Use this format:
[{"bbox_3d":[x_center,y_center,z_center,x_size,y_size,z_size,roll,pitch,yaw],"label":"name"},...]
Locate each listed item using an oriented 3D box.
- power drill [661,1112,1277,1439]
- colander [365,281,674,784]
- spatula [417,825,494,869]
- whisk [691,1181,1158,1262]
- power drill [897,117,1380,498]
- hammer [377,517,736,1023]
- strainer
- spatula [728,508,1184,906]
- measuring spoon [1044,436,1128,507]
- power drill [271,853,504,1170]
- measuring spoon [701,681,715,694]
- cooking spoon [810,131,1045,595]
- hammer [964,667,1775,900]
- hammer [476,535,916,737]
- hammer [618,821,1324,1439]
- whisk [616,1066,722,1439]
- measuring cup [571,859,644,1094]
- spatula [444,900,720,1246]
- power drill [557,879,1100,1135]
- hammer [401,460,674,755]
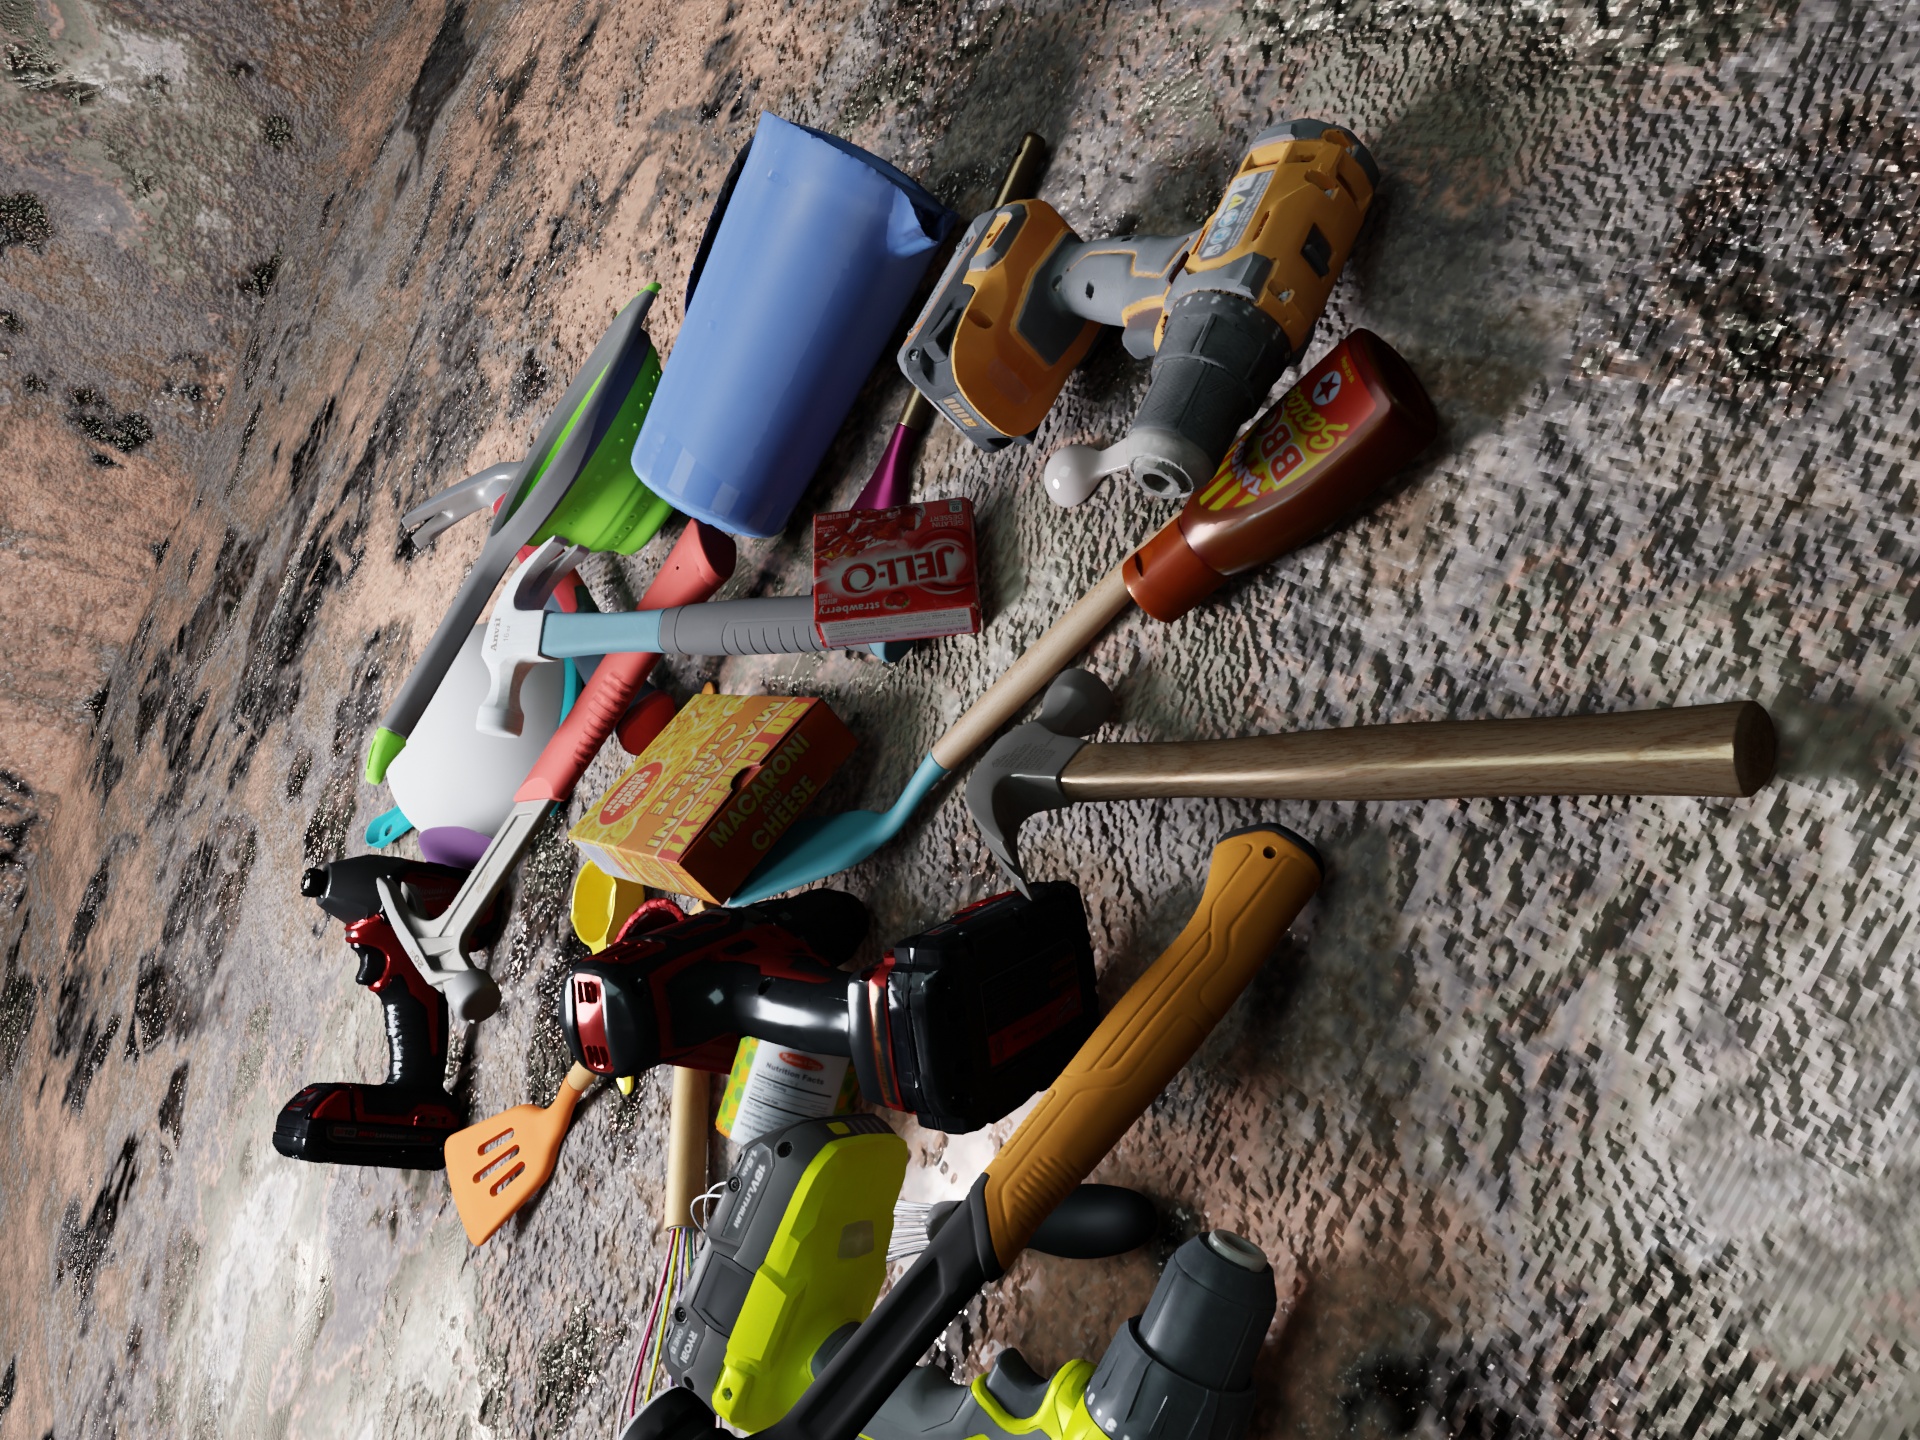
[{"bbox_3d":[0.004,0.250,0.626,0.229,0.080,0.190,24,94,33],"label":"power drill"},{"bbox_3d":[-0.283,-0.115,1.124,0.204,0.094,0.397,0,61,64],"label":"colander"},{"bbox_3d":[-0.433,0.122,1.272,0.316,0.059,0.018,-25,44,53],"label":"spatula"},{"bbox_3d":[-0.027,0.232,0.729,0.284,0.070,0.070,-18,60,40],"label":"whisk"},{"bbox_3d":[0.071,-0.181,0.754,0.226,0.084,0.185,4,62,49],"label":"power drill"},{"bbox_3d":[-0.264,0.018,1.057,0.149,0.036,0.359,42,102,39],"label":"hammer"},{"bbox_3d":[-0.432,0.029,1.286,0.340,0.095,0.211,-29,53,39],"label":"strainer"},{"bbox_3d":[-0.001,-0.003,0.812,0.317,0.044,0.082,-44,11,26],"label":"spatula"},{"bbox_3d":[0.085,-0.139,0.791,0.124,0.018,0.034,-19,59,44],"label":"measuring spoon"},{"bbox_3d":[-0.420,0.207,1.152,0.078,0.143,0.220,-13,66,50],"label":"power drill"},{"bbox_3d":[-0.175,0.029,1.038,0.021,0.011,0.117,-14,63,47],"label":"measuring spoon"},{"bbox_3d":[-0.021,-0.199,0.949,0.069,0.017,0.319,32,100,51],"label":"cooking spoon"},{"bbox_3d":[0.133,0.019,0.616,0.331,0.031,0.130,-4,34,44],"label":"hammer"},{"bbox_3d":[-0.166,-0.054,0.968,0.331,0.033,0.128,0,79,31],"label":"hammer"},{"bbox_3d":[0.032,0.170,0.580,0.127,0.034,0.337,29,68,35],"label":"hammer"},{"bbox_3d":[-0.152,0.297,0.862,0.051,0.047,0.245,-33,47,40],"label":"whisk"},{"bbox_3d":[-0.218,0.163,1.026,0.062,0.029,0.157,-35,60,40],"label":"measuring cup"},{"bbox_3d":[-0.236,0.212,0.990,0.322,0.041,0.081,-51,53,31],"label":"spatula"},{"bbox_3d":[-0.048,0.118,0.738,0.227,0.188,0.080,-3,97,36],"label":"power drill"},{"bbox_3d":[-0.313,-0.088,1.197,0.143,0.038,0.387,-29,45,-10],"label":"hammer"}]
